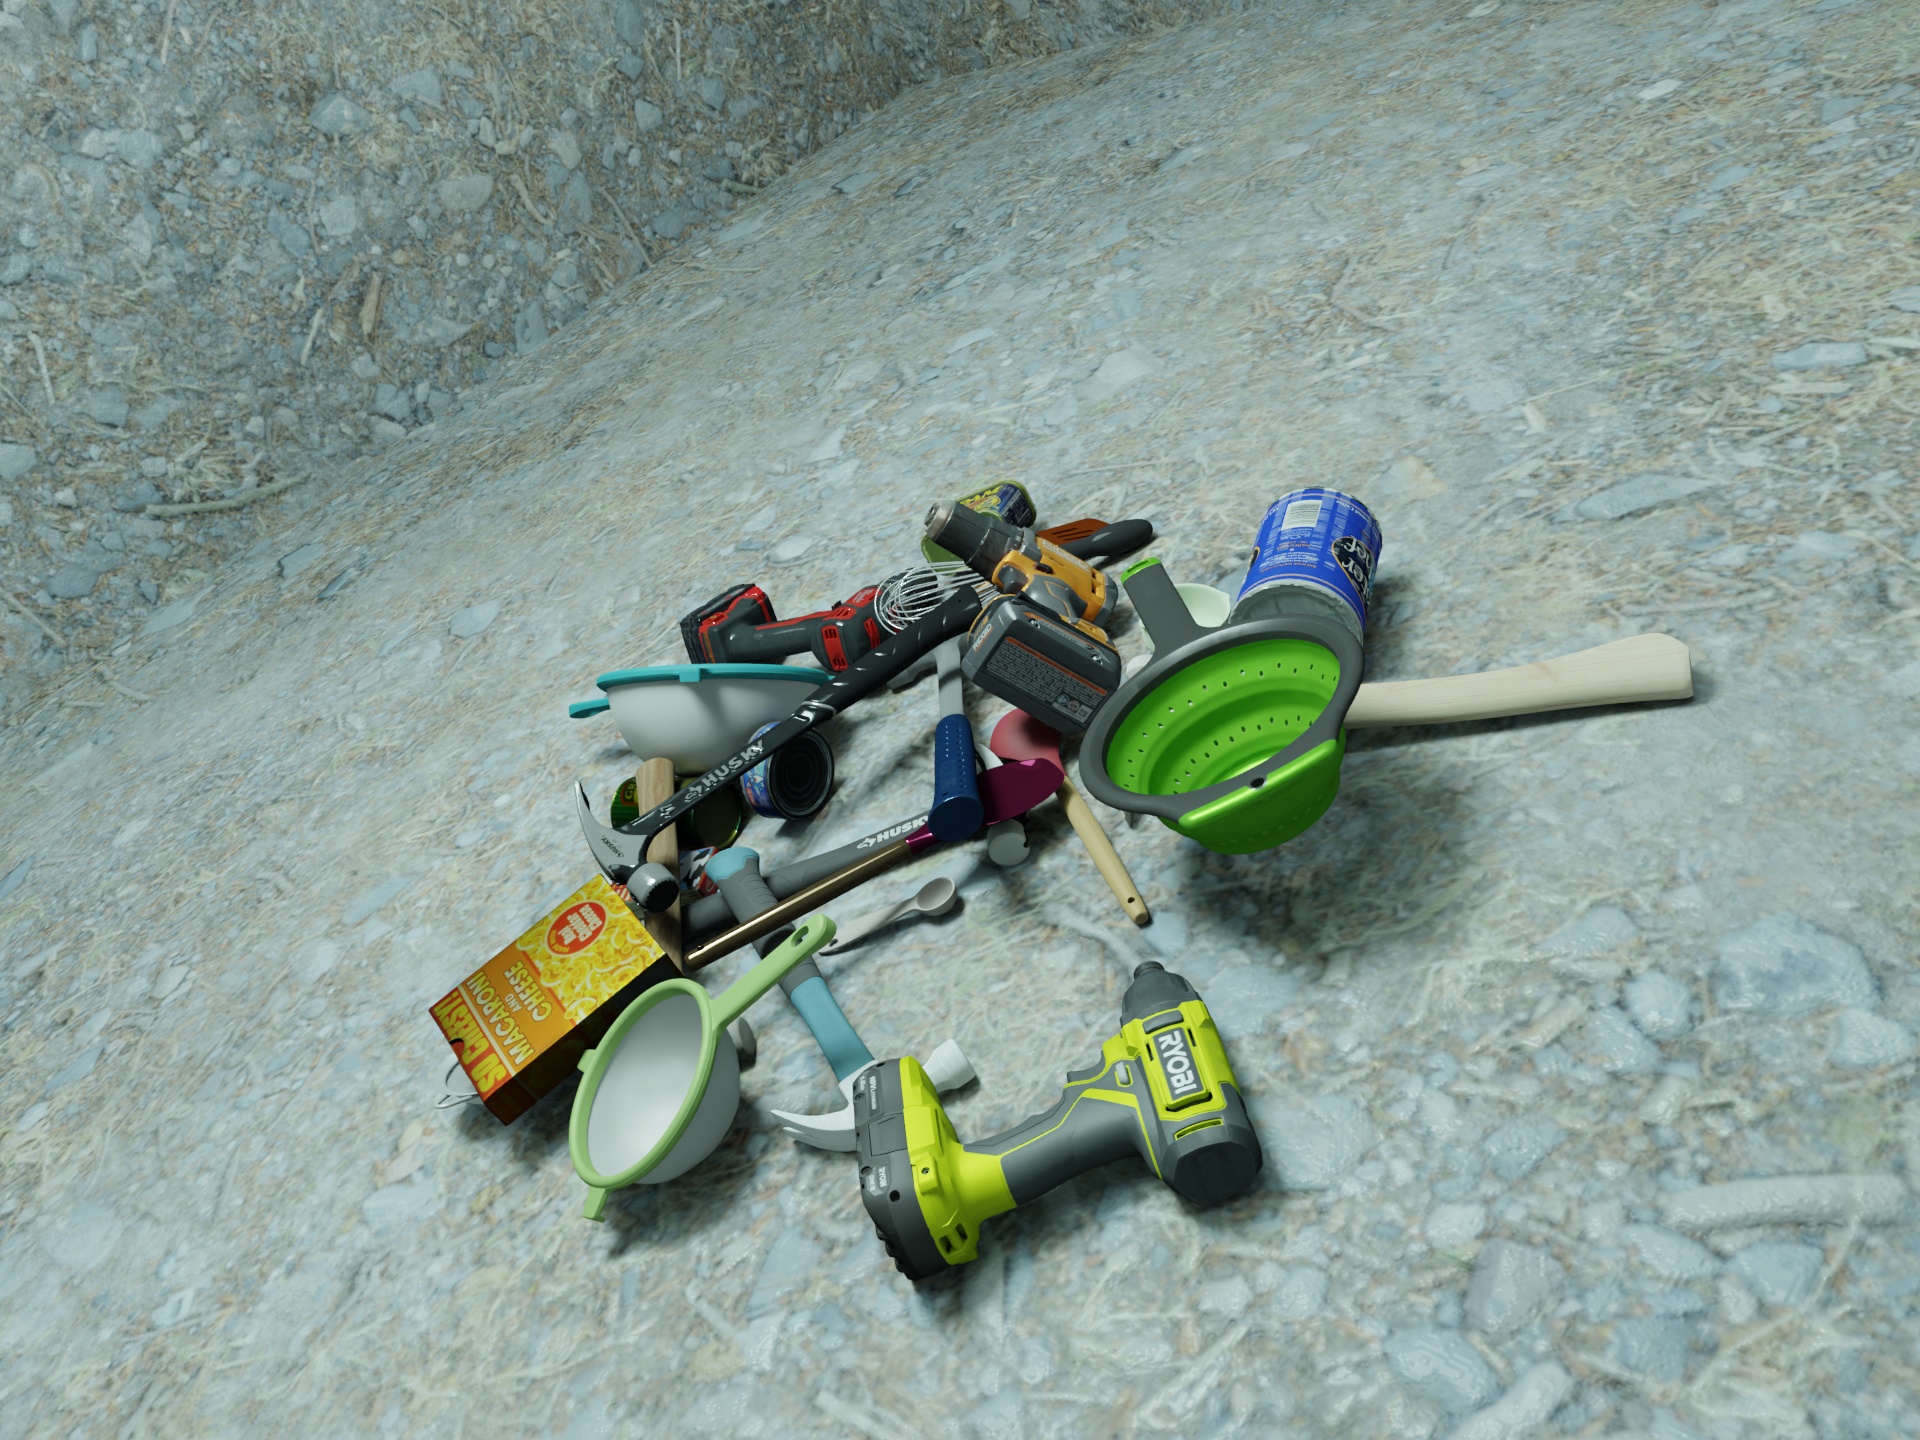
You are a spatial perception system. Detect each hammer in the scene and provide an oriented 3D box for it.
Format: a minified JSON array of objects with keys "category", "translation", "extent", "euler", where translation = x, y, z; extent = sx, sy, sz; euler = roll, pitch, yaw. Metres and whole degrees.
[{"category":"hammer","translation":[-0.106,0.116,1.295],"extent":[0.335,0.035,0.146],"euler":[-22,32,9]},{"category":"hammer","translation":[-0.138,0.000,1.338],"extent":[0.409,0.036,0.149],"euler":[-36,51,-23]},{"category":"hammer","translation":[-0.115,0.188,1.161],"extent":[0.128,0.033,0.331],"euler":[-34,38,-8]},{"category":"hammer","translation":[0.304,-0.004,1.148],"extent":[0.411,0.038,0.146],"euler":[-6,49,27]},{"category":"hammer","translation":[-0.242,0.155,1.279],"extent":[0.130,0.031,0.332],"euler":[-24,44,8]},{"category":"hammer","translation":[-0.002,-0.004,1.323],"extent":[0.144,0.035,0.406],"euler":[-22,20,7]}]

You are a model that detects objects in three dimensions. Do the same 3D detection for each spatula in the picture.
[{"category":"spatula","translation":[0.018,-0.113,1.554],"extent":[0.322,0.041,0.081],"euler":[-37,31,-9]}]

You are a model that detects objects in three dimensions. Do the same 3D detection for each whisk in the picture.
[{"category":"whisk","translation":[0.054,-0.141,1.508],"extent":[0.284,0.070,0.070],"euler":[-18,29,-12]}]

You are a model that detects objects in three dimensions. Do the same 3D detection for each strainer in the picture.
[{"category":"strainer","translation":[-0.162,0.227,1.090],"extent":[0.256,0.069,0.152],"euler":[-42,34,15]},{"category":"strainer","translation":[-0.346,0.237,1.293],"extent":[0.087,0.050,0.259],"euler":[-4,31,21]},{"category":"strainer","translation":[-0.270,0.010,1.498],"extent":[0.340,0.095,0.211],"euler":[-8,-7,44]}]

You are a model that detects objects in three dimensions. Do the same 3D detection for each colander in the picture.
[{"category":"colander","translation":[0.183,-0.013,1.152],"extent":[0.204,0.094,0.397],"euler":[-28,26,8]}]

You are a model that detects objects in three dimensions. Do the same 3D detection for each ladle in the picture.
[{"category":"ladle","translation":[0.085,0.063,1.236],"extent":[0.069,0.031,0.316],"euler":[-27,32,-1]}]

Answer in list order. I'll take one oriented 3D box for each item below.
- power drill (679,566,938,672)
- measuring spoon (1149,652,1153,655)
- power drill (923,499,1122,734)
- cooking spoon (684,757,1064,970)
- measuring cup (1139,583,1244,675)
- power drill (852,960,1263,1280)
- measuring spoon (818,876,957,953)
[{"category":"power drill","translation":[-0.145,-0.101,1.596],"extent":[0.227,0.080,0.188],"euler":[-4,23,31]},{"category":"measuring spoon","translation":[0.173,-0.031,1.310],"extent":[0.042,0.021,0.129],"euler":[-25,32,4]},{"category":"power drill","translation":[0.049,-0.101,1.347],"extent":[0.084,0.185,0.226],"euler":[-55,15,26]},{"category":"cooking spoon","translation":[-0.062,0.107,1.198],"extent":[0.319,0.017,0.069],"euler":[-27,35,-15]},{"category":"measuring cup","translation":[0.206,-0.053,1.310],"extent":[0.083,0.038,0.168],"euler":[-19,42,-10]},{"category":"power drill","translation":[0.054,0.235,0.959],"extent":[0.223,0.080,0.171],"euler":[-20,32,5]},{"category":"measuring spoon","translation":[-0.055,0.156,1.220],"extent":[0.124,0.018,0.034],"euler":[-26,30,15]}]
